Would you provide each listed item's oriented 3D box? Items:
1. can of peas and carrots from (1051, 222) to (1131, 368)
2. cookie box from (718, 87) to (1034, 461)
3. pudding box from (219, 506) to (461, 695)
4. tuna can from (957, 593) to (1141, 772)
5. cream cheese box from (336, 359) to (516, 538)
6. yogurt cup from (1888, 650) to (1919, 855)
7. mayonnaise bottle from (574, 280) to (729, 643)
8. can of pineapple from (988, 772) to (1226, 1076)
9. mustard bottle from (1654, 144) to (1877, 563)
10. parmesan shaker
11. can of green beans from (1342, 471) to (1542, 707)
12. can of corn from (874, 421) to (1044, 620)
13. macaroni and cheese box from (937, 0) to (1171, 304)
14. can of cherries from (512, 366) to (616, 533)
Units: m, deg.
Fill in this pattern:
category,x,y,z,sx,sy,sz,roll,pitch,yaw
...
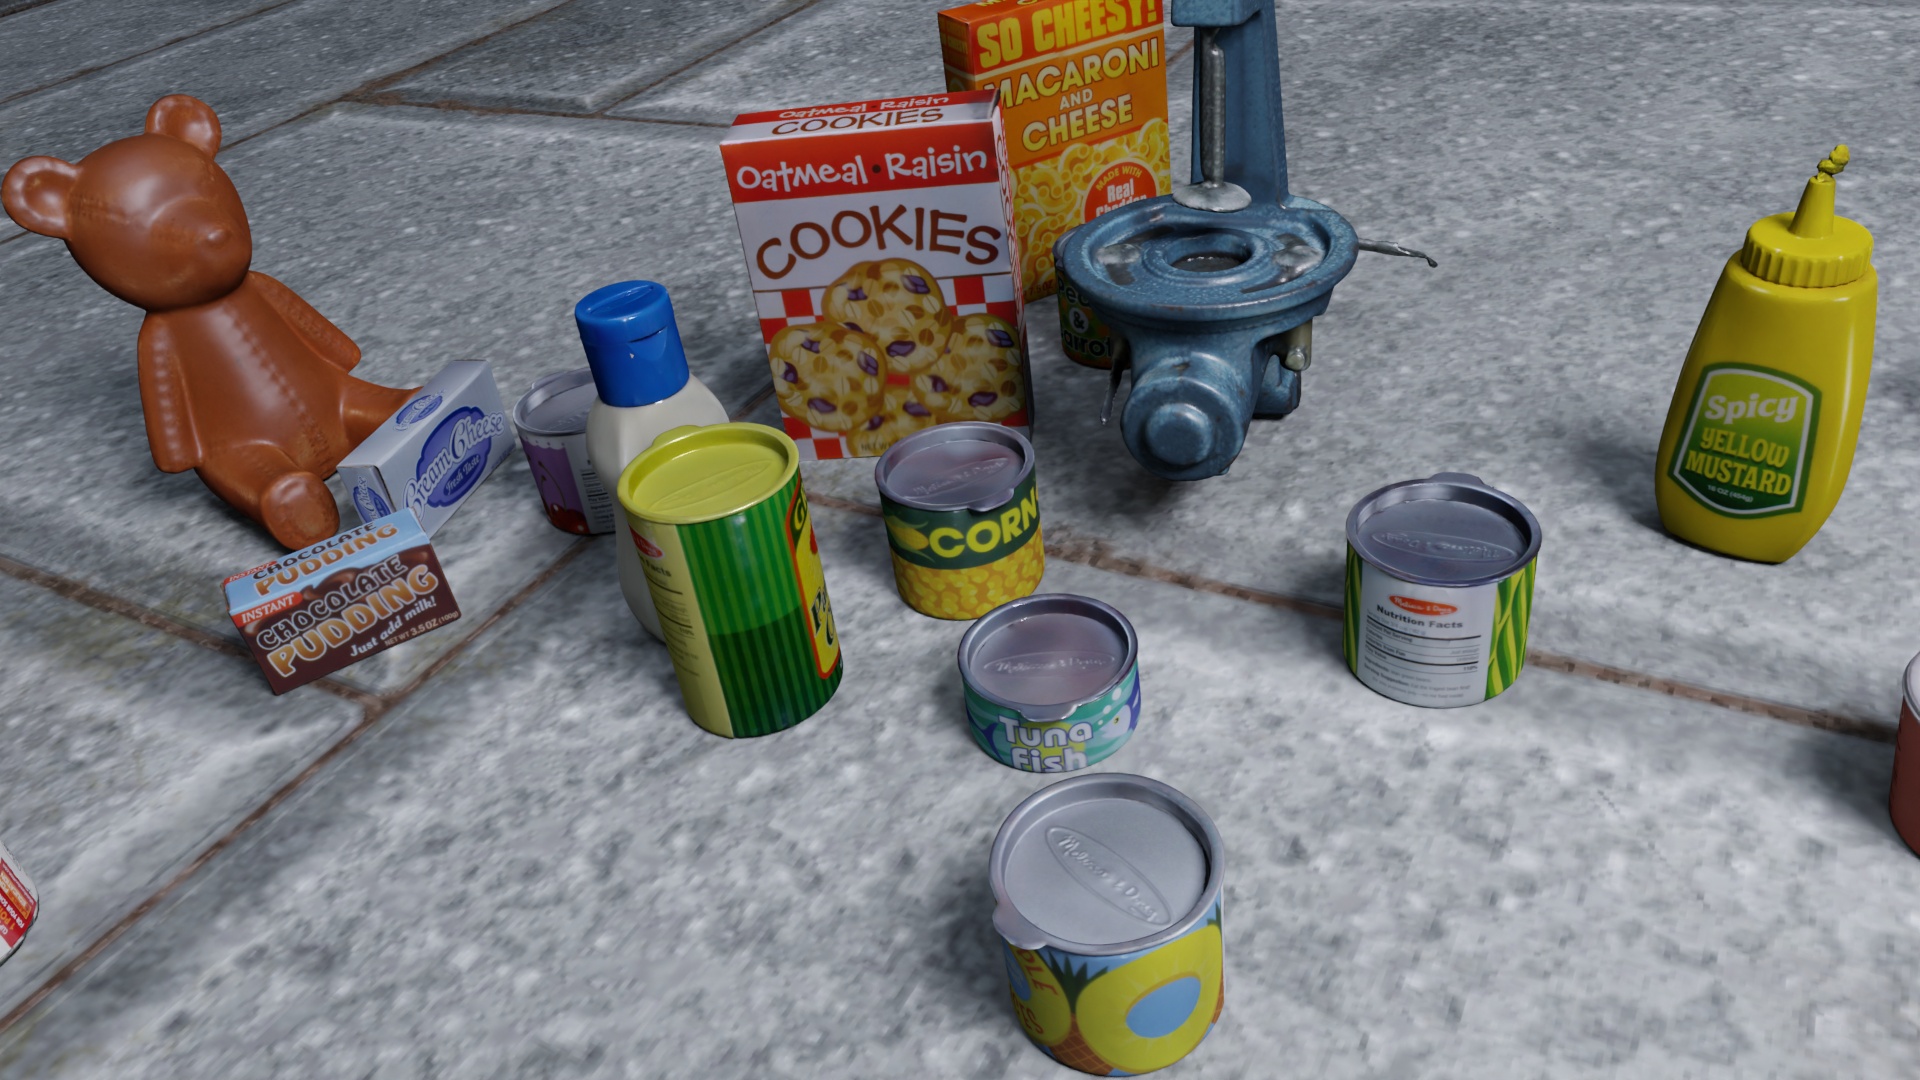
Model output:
category,x,y,z,sx,sy,sz,roll,pitch,yaw
can of peas and carrots,0.083,-0.131,0.741,0.071,0.058,0.071,-6,35,4
cookie box,-0.034,-0.121,0.657,0.123,0.166,0.040,-3,35,9
pudding box,-0.267,0.025,0.602,0.084,0.049,0.030,-25,38,-22
tuna can,0.033,0.053,0.511,0.071,0.032,0.071,-6,35,4
cream cheese box,-0.263,-0.043,0.695,0.024,0.053,0.104,3,36,16
yogurt cup,0.313,0.068,0.412,0.072,0.053,0.073,-6,35,4
mayonnaise bottle,-0.119,-0.031,0.564,0.065,0.147,0.041,-31,40,-28
can of pineapple,0.042,0.112,0.404,0.071,0.057,0.071,-6,35,4
mustard bottle,0.303,-0.068,0.515,0.065,0.159,0.049,20,44,35
parmesan shaker,-0.086,0.014,0.531,0.071,0.102,0.072,-6,35,4
can of green beans,0.174,0.019,0.508,0.071,0.057,0.071,-6,35,4
can of corn,0.002,-0.007,0.582,0.071,0.058,0.071,-6,35,4
macaroni and cheese box,0.057,-0.229,0.792,0.124,0.165,0.040,-22,37,-19
can of cherries,-0.177,-0.045,0.675,0.071,0.058,0.072,-6,35,4
